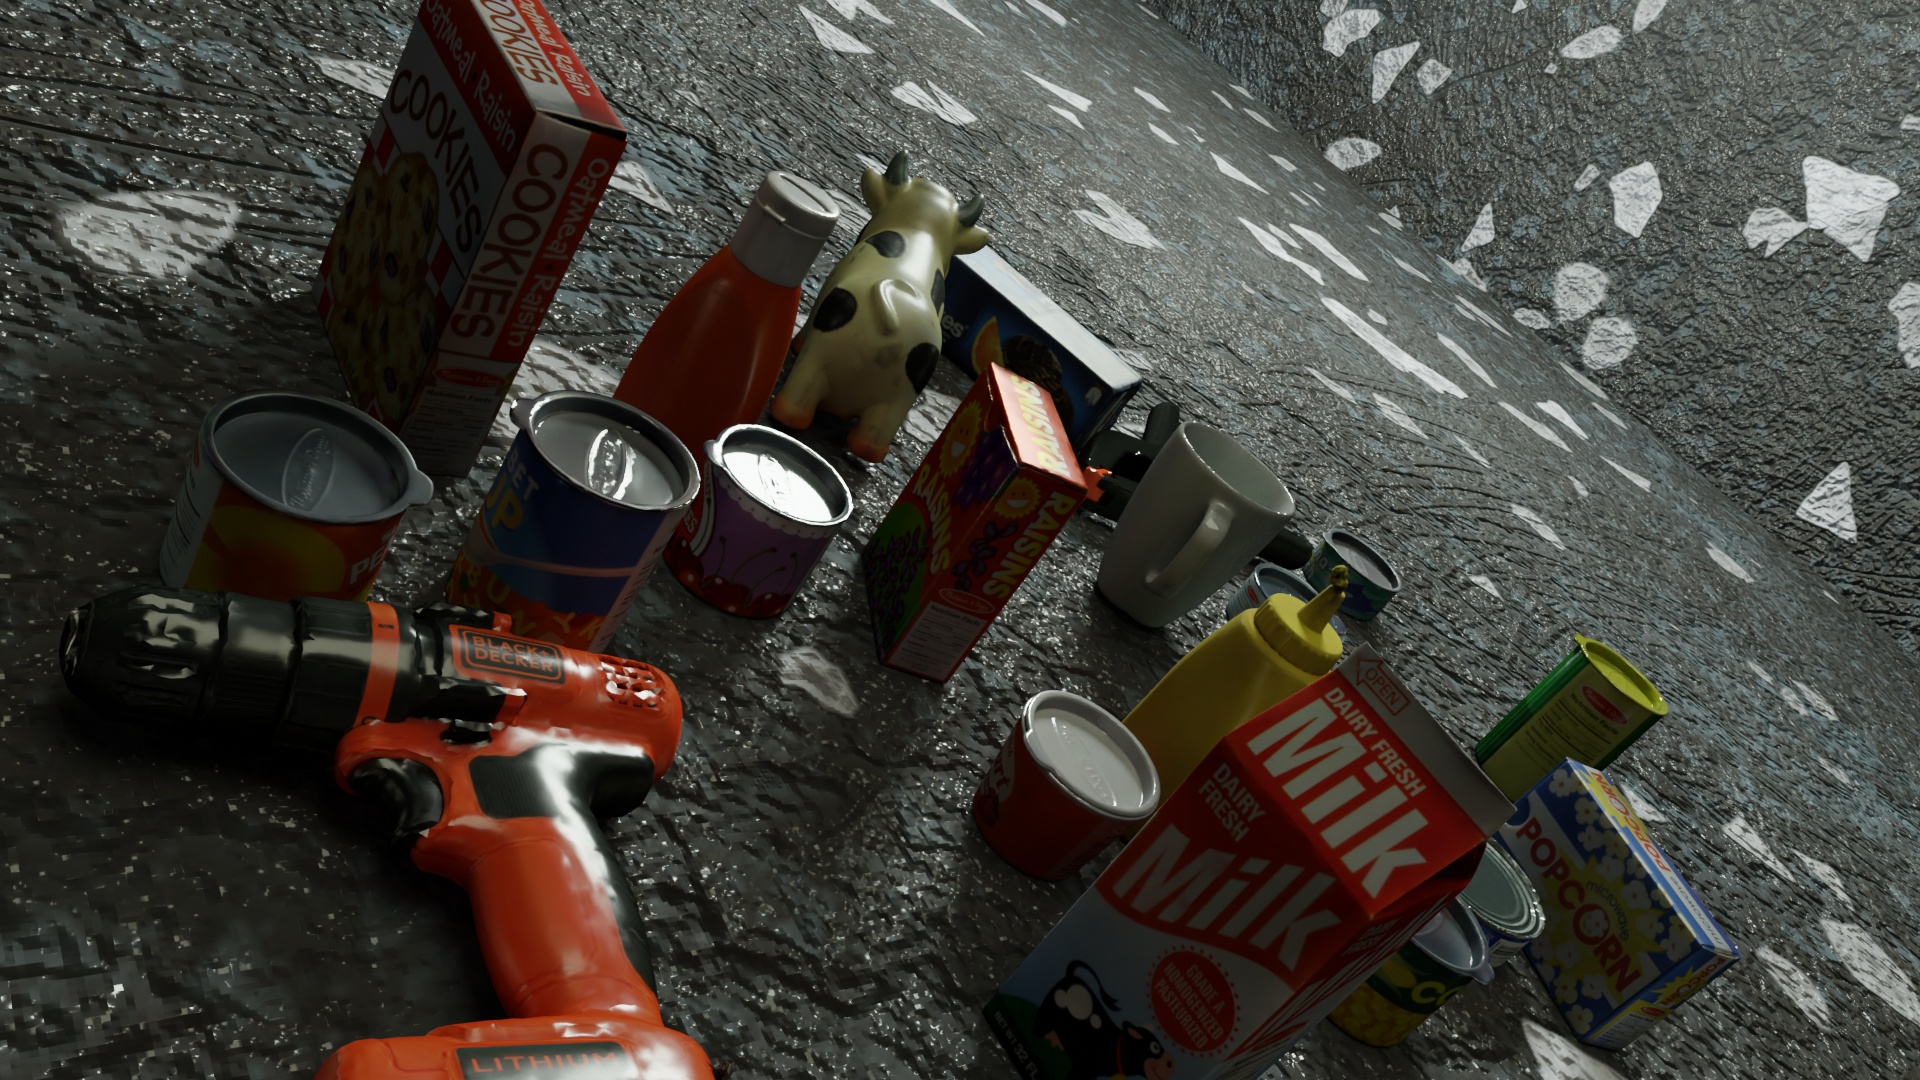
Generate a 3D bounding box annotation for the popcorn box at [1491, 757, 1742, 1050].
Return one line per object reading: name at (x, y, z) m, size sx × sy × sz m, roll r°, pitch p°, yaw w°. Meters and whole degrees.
popcorn box at (0.340, 0.194, 0.747) m, size 0.038 × 0.085 × 0.127 m, roll 20°, pitch 31°, yaw -28°

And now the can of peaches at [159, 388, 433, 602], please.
can of peaches at (-0.221, -0.007, 0.462) m, size 0.071 × 0.057 × 0.071 m, roll 27°, pitch 28°, yaw -16°

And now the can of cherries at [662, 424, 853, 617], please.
can of cherries at (-0.092, -0.009, 0.611) m, size 0.071 × 0.058 × 0.072 m, roll 27°, pitch 28°, yaw -16°

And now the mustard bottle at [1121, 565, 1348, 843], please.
mustard bottle at (0.124, 0.072, 0.614) m, size 0.049 × 0.159 × 0.065 m, roll 12°, pitch 35°, yaw -39°

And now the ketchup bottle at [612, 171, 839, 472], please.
ketchup bottle at (-0.106, -0.097, 0.636) m, size 0.065 × 0.148 × 0.044 m, roll 39°, pitch 27°, yaw 7°

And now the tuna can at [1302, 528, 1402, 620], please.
tuna can at (0.282, 0.024, 1.008) m, size 0.071 × 0.032 × 0.071 m, roll 27°, pitch 28°, yaw -16°

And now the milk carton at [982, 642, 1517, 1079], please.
milk carton at (0.098, 0.125, 0.468) m, size 0.073 × 0.189 × 0.072 m, roll 2°, pitch 42°, yaw -47°

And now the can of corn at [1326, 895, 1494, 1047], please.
can of corn at (0.193, 0.185, 0.624) m, size 0.071 × 0.058 × 0.071 m, roll 27°, pitch 28°, yaw -16°

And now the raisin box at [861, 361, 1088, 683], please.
raisin box at (0.002, -0.008, 0.645) m, size 0.040 × 0.123 × 0.086 m, roll 22°, pitch 30°, yaw -24°

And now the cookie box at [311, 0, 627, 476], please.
cookie box at (-0.202, -0.128, 0.558) m, size 0.040 × 0.166 × 0.123 m, roll 6°, pitch 39°, yaw -45°

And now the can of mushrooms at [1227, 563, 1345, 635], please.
can of mushrooms at (0.206, 0.050, 0.880) m, size 0.071 × 0.033 × 0.071 m, roll 27°, pitch 28°, yaw -16°

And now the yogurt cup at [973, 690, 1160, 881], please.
yogurt cup at (0.042, 0.105, 0.585) m, size 0.072 × 0.053 × 0.073 m, roll 27°, pitch 28°, yaw -16°

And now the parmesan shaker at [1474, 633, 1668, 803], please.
parmesan shaker at (0.392, 0.120, 0.902) m, size 0.071 × 0.102 × 0.071 m, roll 27°, pitch 28°, yaw -16°

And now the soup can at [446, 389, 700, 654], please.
soup can at (-0.147, -0.004, 0.514) m, size 0.071 × 0.083 × 0.072 m, roll 27°, pitch 28°, yaw -16°
